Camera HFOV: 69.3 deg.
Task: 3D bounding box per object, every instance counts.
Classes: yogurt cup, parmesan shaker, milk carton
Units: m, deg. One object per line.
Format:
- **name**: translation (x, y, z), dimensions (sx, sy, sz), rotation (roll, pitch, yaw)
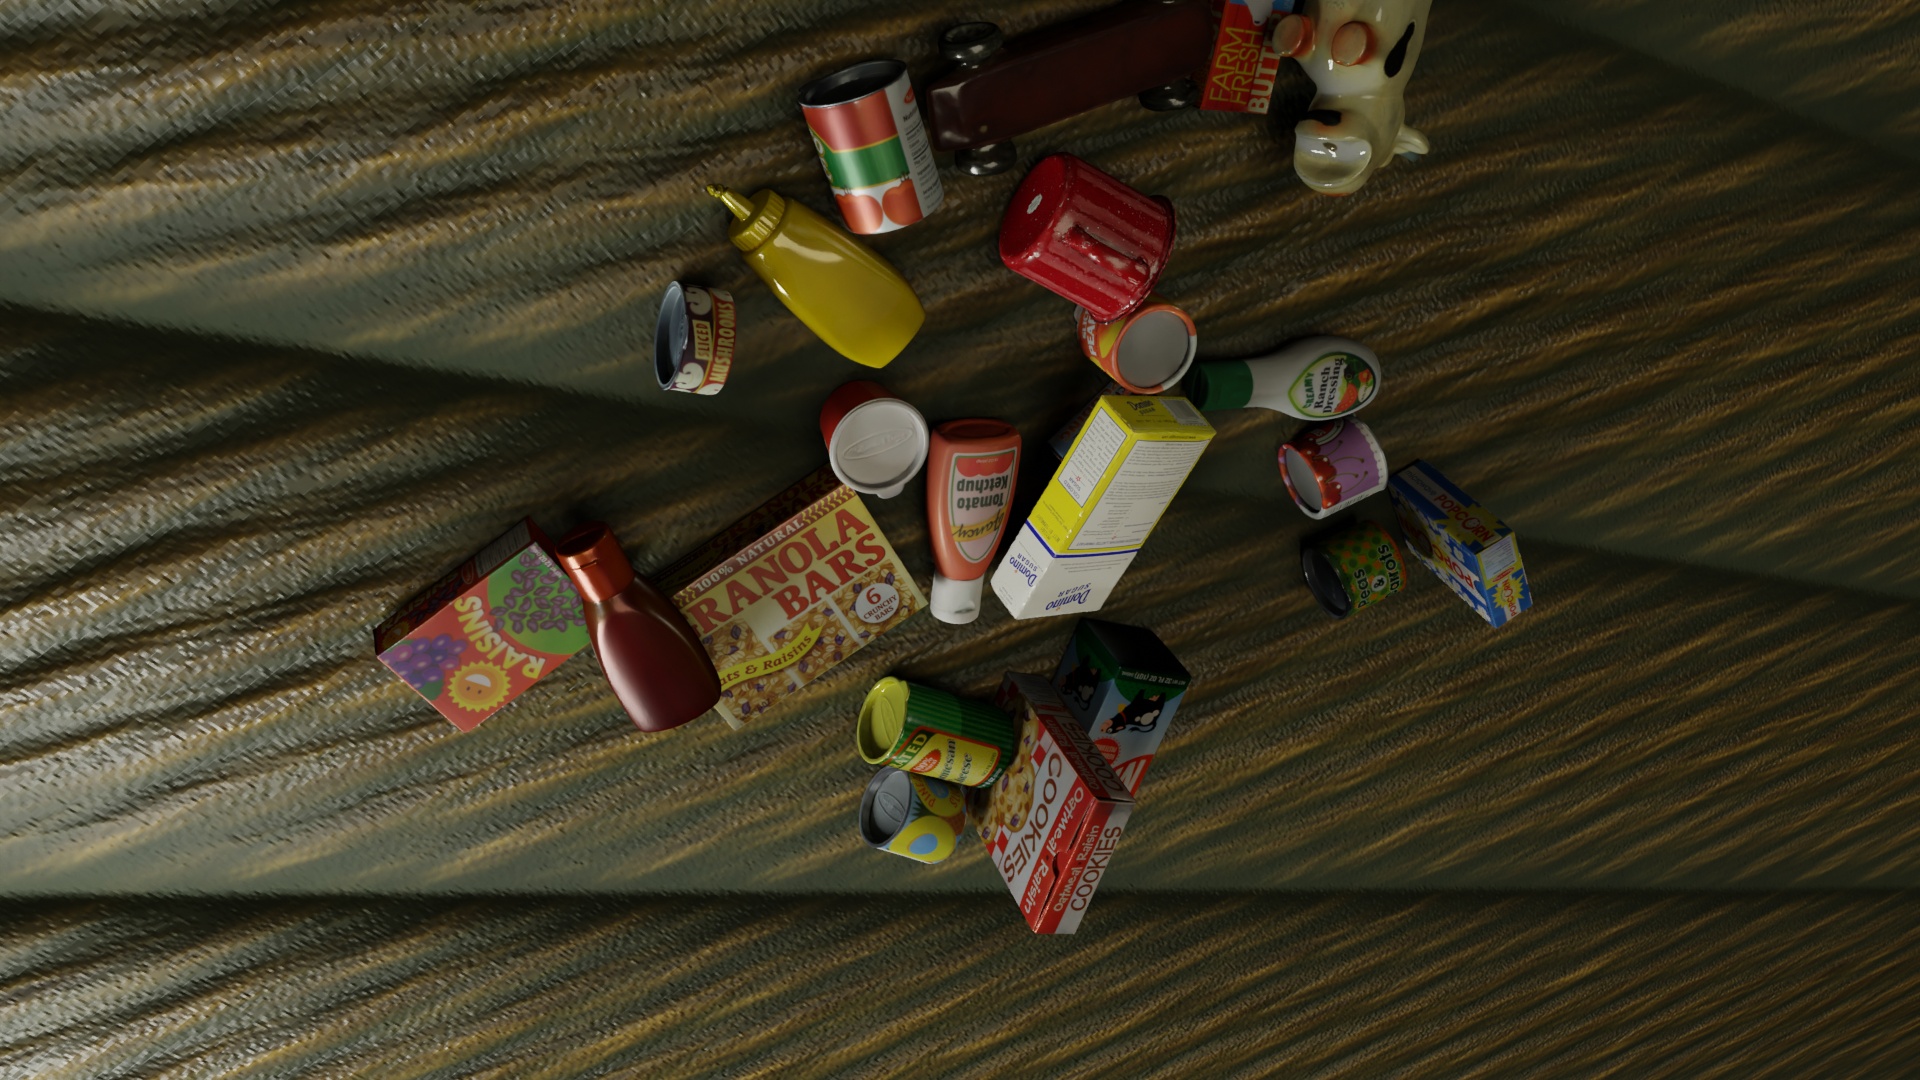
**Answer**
- **yogurt cup**: translation (-0.061, -0.072, 0.927), dimensions (0.072, 0.054, 0.072), rotation (-10, 121, -18)
- **parmesan shaker**: translation (-0.016, 0.146, 1.058), dimensions (0.103, 0.071, 0.071), rotation (20, 108, -31)
- **milk carton**: translation (0.104, 0.165, 1.118), dimensions (0.072, 0.074, 0.189), rotation (11, 113, -28)

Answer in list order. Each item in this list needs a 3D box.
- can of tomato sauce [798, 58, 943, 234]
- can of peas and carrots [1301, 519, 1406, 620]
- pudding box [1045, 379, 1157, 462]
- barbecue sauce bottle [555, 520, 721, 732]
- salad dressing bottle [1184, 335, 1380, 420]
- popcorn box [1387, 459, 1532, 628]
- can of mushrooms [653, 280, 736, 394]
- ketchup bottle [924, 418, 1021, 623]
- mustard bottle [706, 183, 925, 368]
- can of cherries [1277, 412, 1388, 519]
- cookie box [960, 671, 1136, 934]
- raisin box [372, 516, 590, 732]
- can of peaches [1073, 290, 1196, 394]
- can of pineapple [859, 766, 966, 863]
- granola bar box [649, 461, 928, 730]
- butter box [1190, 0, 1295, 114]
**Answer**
- **can of tomato sauce**: translation (-0.054, -0.235, 0.833), dimensions (0.071, 0.071, 0.082), rotation (-25, 125, -9)
- **can of peas and carrots**: translation (0.323, 0.024, 1.136), dimensions (0.059, 0.071, 0.070), rotation (-24, 124, -10)
- **pudding box**: translation (0.110, -0.079, 1.012), dimensions (0.083, 0.030, 0.049), rotation (-43, 126, 4)
- **barbecue sauce bottle**: translation (-0.210, 0.055, 0.894), dimensions (0.065, 0.044, 0.148), rotation (-23, 124, -1)
- **salad dressing bottle**: translation (0.240, -0.119, 1.037), dimensions (0.148, 0.044, 0.064), rotation (-6, 121, -20)
- **popcorn box**: translation (0.402, 0.000, 1.123), dimensions (0.038, 0.127, 0.085), rotation (-30, 125, 0)
- **can of mushrooms**: translation (-0.161, -0.123, 0.845), dimensions (0.033, 0.071, 0.070), rotation (5, 115, -28)
- **ketchup bottle**: translation (0.004, -0.012, 0.995), dimensions (0.065, 0.044, 0.148), rotation (-7, 120, -25)
- **mustard bottle**: translation (-0.093, -0.173, 0.860), dimensions (0.065, 0.049, 0.160), rotation (-47, 124, 8)
- **can of cherries**: translation (0.287, -0.059, 1.079), dimensions (0.058, 0.072, 0.071), rotation (-25, 124, -8)
- **cookie box**: translation (0.060, 0.197, 1.059), dimensions (0.040, 0.168, 0.122), rotation (10, 113, -27)
- **raisin box**: translation (-0.302, 0.055, 0.903), dimensions (0.123, 0.040, 0.086), rotation (-37, 126, -2)
- **can of peaches**: translation (0.120, -0.142, 0.964), dimensions (0.071, 0.058, 0.071), rotation (-11, 121, -18)
- **can of pineapple**: translation (-0.036, 0.214, 1.089), dimensions (0.058, 0.071, 0.071), rotation (25, 105, -33)
- **granola bar box**: translation (-0.124, 0.039, 0.971), dimensions (0.166, 0.039, 0.123), rotation (-33, 124, -3)
- **butter box**: translation (0.185, -0.332, 0.906), dimensions (0.053, 0.024, 0.103), rotation (-1, 118, -24)
